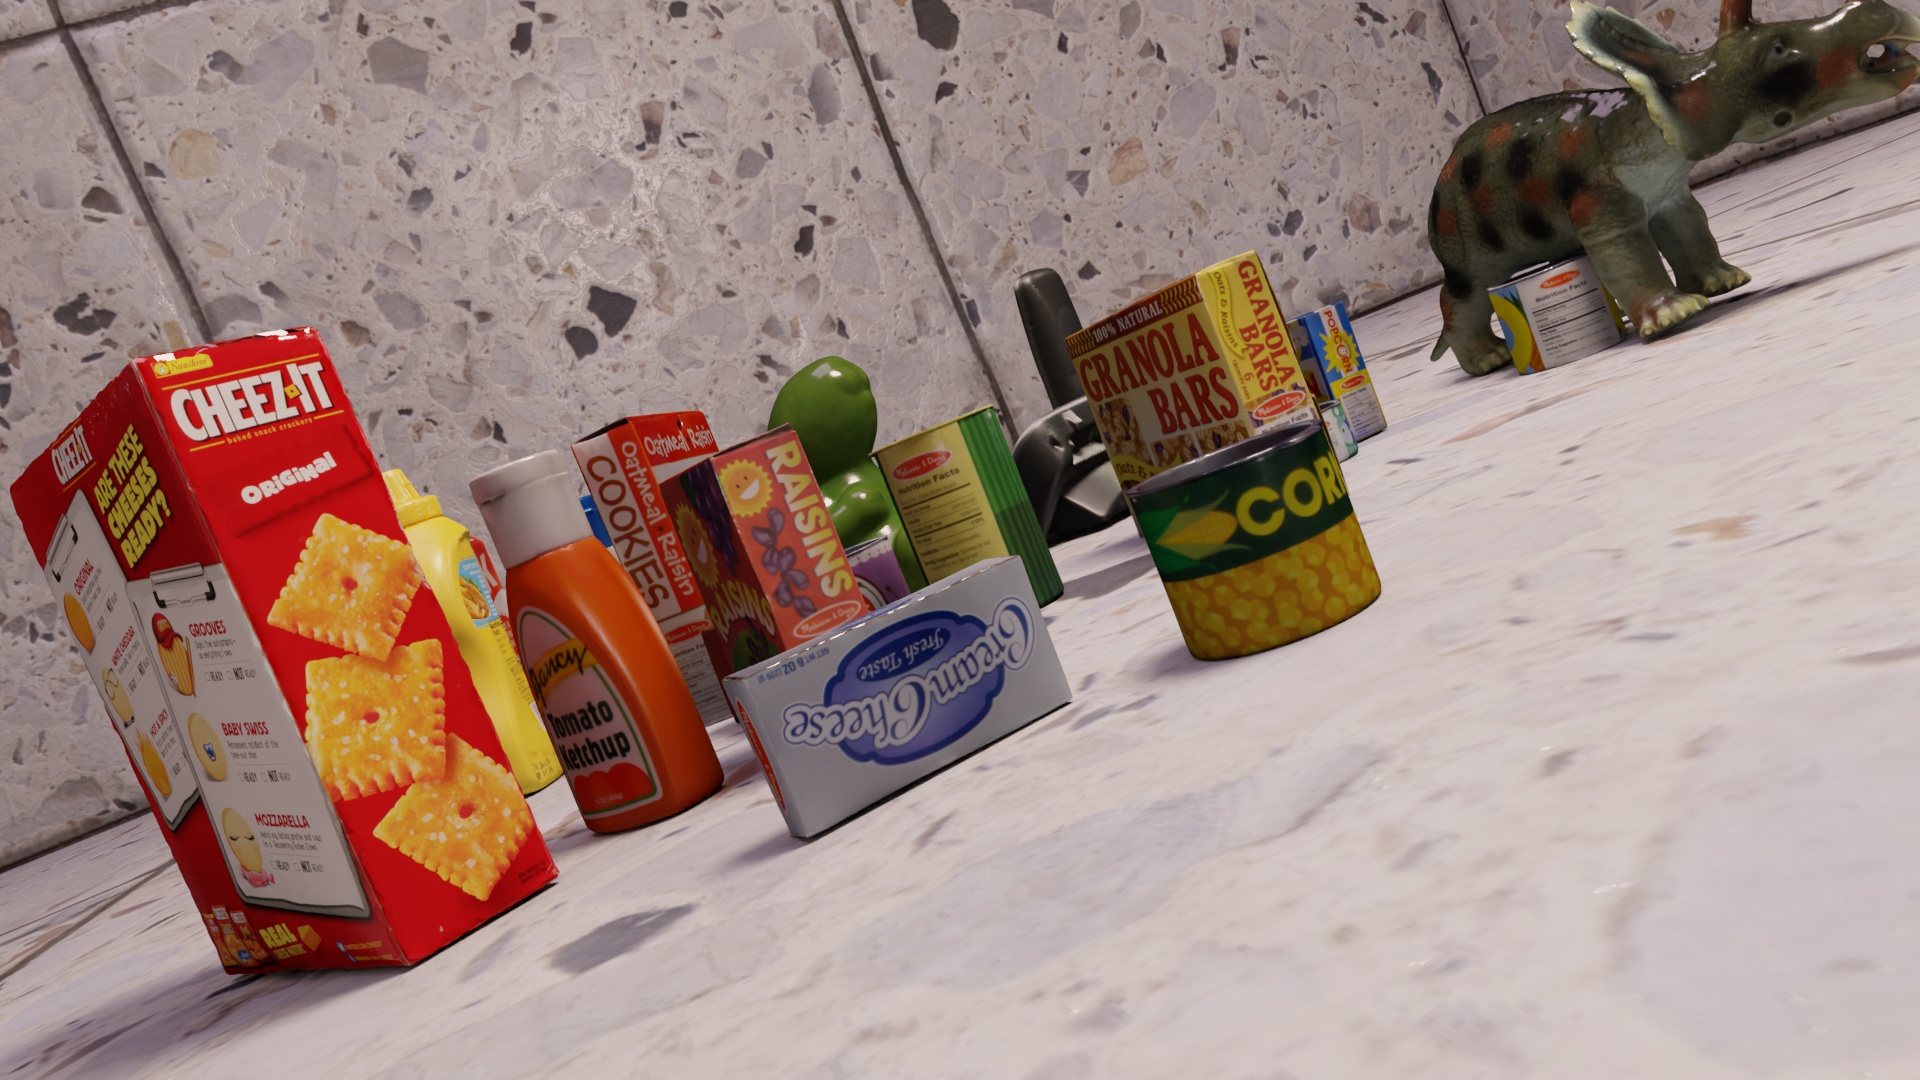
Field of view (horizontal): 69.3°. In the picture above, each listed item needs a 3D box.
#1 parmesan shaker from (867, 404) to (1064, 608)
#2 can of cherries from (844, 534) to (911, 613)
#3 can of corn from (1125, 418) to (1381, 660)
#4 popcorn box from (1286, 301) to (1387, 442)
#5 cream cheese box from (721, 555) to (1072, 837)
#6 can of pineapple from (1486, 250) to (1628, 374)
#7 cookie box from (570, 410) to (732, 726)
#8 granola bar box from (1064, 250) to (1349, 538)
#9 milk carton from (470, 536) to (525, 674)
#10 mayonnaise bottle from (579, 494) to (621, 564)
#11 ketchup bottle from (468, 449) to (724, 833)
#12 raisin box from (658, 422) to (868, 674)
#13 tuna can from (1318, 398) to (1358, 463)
[{"bbox_3d":[0.003,-0.009,0.709,0.071,0.103,0.071,-22,4,2],"label":"parmesan shaker"},{"bbox_3d":[-0.060,0.036,0.760,0.071,0.058,0.071,-22,4,2],"label":"can of cherries"},{"bbox_3d":[0.096,-0.001,0.445,0.071,0.058,0.071,-22,4,2],"label":"can of corn"},{"bbox_3d":[0.206,-0.095,0.895,0.038,0.085,0.126,-24,5,-28],"label":"popcorn box"},{"bbox_3d":[-0.018,0.047,0.440,0.104,0.053,0.024,-24,4,-28],"label":"cream cheese box"},{"bbox_3d":[0.364,-0.140,0.849,0.071,0.058,0.071,-22,4,2],"label":"can of pineapple"},{"bbox_3d":[-0.149,0.010,0.789,0.040,0.167,0.123,-21,4,9],"label":"cookie box"},{"bbox_3d":[0.120,-0.067,0.714,0.039,0.124,0.165,-23,4,-17],"label":"granola bar box"},{"bbox_3d":[-0.359,0.067,0.966,0.073,0.190,0.072,-21,4,18],"label":"milk carton"},{"bbox_3d":[-0.234,0.043,0.939,0.065,0.148,0.041,-24,4,-32],"label":"mayonnaise bottle"},{"bbox_3d":[-0.147,0.039,0.548,0.064,0.148,0.044,-19,5,34],"label":"ketchup bottle"},{"bbox_3d":[-0.073,0.022,0.559,0.040,0.123,0.086,-24,4,-25],"label":"raisin box"},{"bbox_3d":[0.195,-0.056,0.811,0.071,0.033,0.071,-22,4,2],"label":"tuna can"}]
